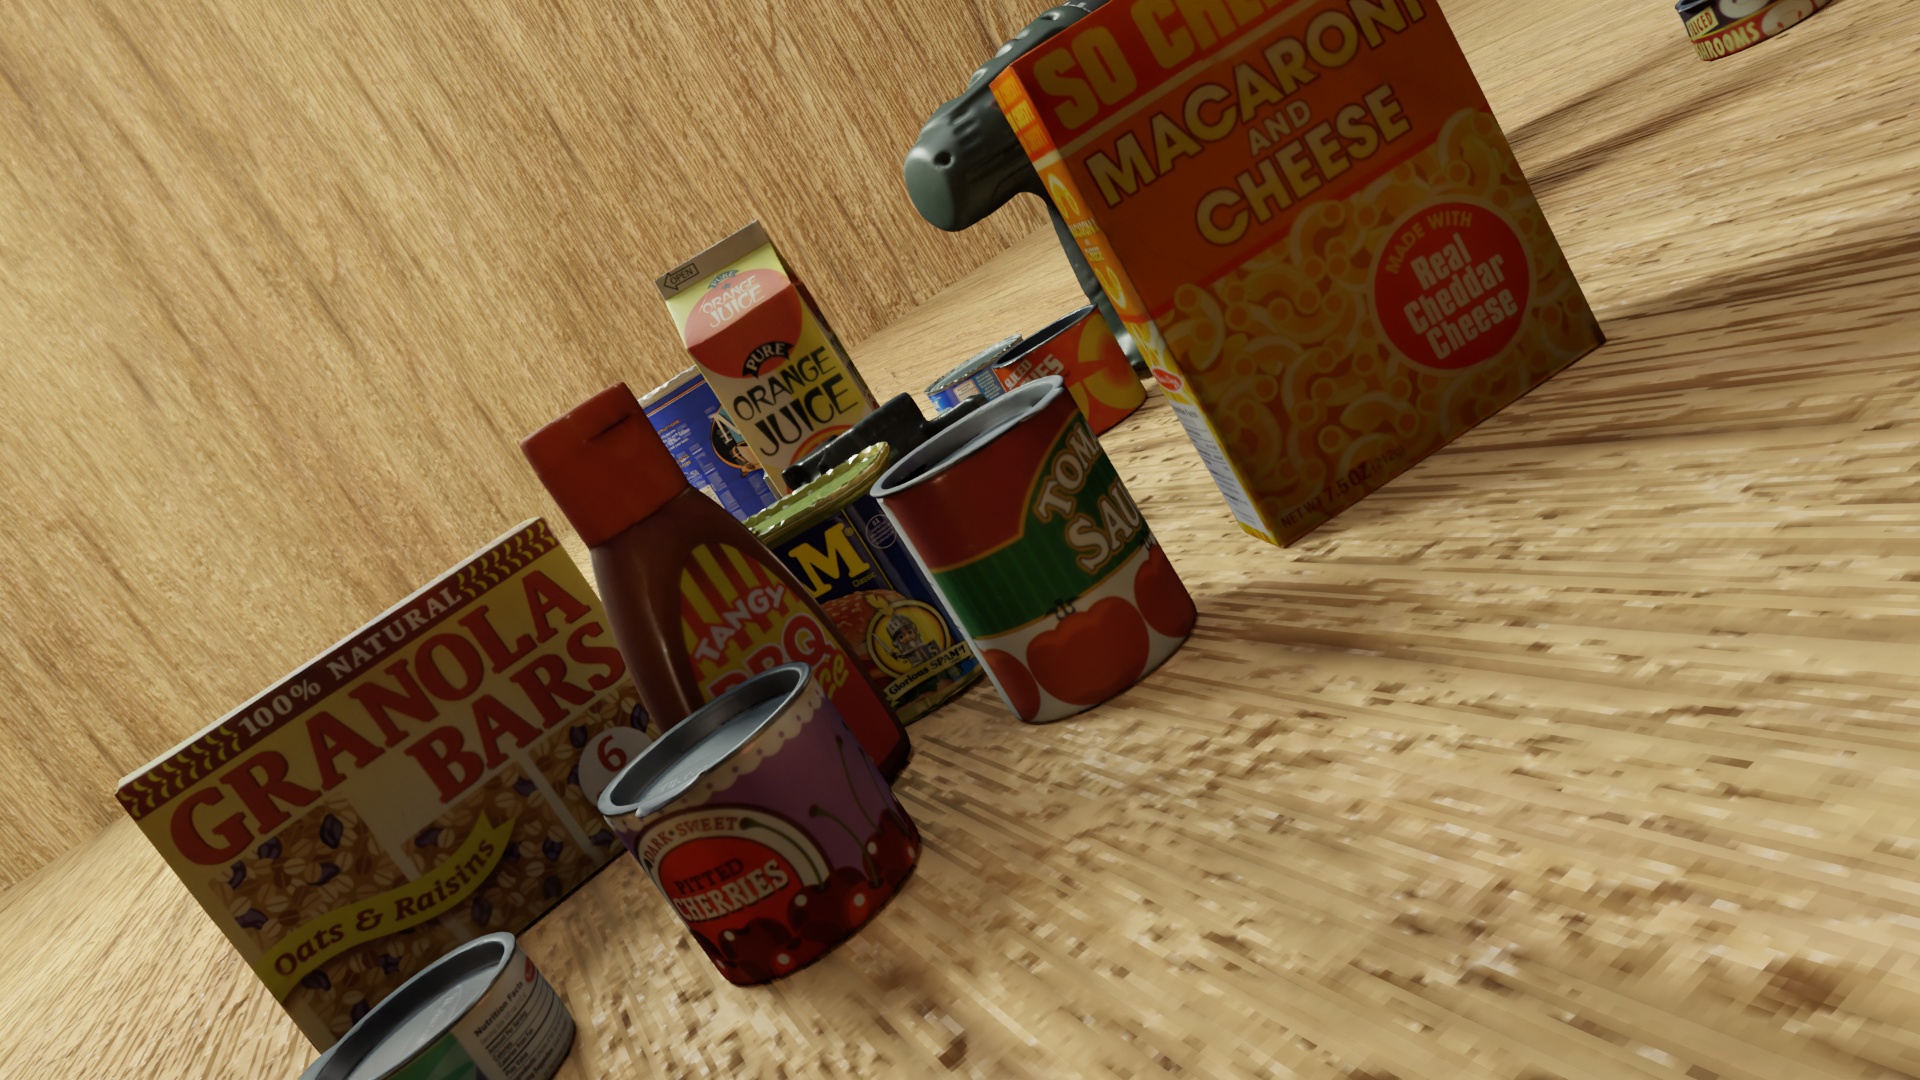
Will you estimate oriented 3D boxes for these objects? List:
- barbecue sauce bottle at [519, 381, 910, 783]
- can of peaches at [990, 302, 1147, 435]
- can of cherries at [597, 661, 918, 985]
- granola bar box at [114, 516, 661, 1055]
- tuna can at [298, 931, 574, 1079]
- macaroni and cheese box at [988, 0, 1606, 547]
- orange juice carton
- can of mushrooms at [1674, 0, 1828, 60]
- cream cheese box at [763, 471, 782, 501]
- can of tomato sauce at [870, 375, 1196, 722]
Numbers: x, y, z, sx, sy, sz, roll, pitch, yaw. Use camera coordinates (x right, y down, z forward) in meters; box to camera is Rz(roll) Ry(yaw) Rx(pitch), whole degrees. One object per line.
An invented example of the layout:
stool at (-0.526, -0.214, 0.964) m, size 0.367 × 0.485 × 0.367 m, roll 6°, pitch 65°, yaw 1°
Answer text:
barbecue sauce bottle at (-0.078, 0.023, 0.426) m, size 0.065 × 0.148 × 0.043 m, roll -40°, pitch 14°, yaw -35°
can of peaches at (0.058, -0.085, 0.748) m, size 0.071 × 0.058 × 0.071 m, roll -30°, pitch 12°, yaw 7°
can of cherries at (-0.054, 0.076, 0.371) m, size 0.071 × 0.058 × 0.071 m, roll -30°, pitch 12°, yaw 7°
granola bar box at (-0.193, 0.088, 0.512) m, size 0.166 × 0.124 × 0.039 m, roll -38°, pitch 13°, yaw -27°
tuna can at (-0.145, 0.145, 0.385) m, size 0.071 × 0.032 × 0.071 m, roll -30°, pitch 12°, yaw 7°
macaroni and cheese box at (0.104, -0.101, 0.430) m, size 0.124 × 0.166 × 0.040 m, roll -32°, pitch 11°, yaw -3°
orange juice carton at (-0.096, -0.087, 0.812) m, size 0.072 × 0.192 × 0.073 m, roll -31°, pitch 11°, yaw 3°
can of mushrooms at (0.404, -0.276, 0.711) m, size 0.071 × 0.033 × 0.071 m, roll -30°, pitch 12°, yaw 7°
cream cheese box at (-0.117, -0.036, 0.999) m, size 0.024 × 0.053 × 0.104 m, roll -32°, pitch 12°, yaw 0°
can of tomato sauce at (0.024, 0.002, 0.416) m, size 0.071 × 0.083 × 0.071 m, roll -30°, pitch 12°, yaw 7°
